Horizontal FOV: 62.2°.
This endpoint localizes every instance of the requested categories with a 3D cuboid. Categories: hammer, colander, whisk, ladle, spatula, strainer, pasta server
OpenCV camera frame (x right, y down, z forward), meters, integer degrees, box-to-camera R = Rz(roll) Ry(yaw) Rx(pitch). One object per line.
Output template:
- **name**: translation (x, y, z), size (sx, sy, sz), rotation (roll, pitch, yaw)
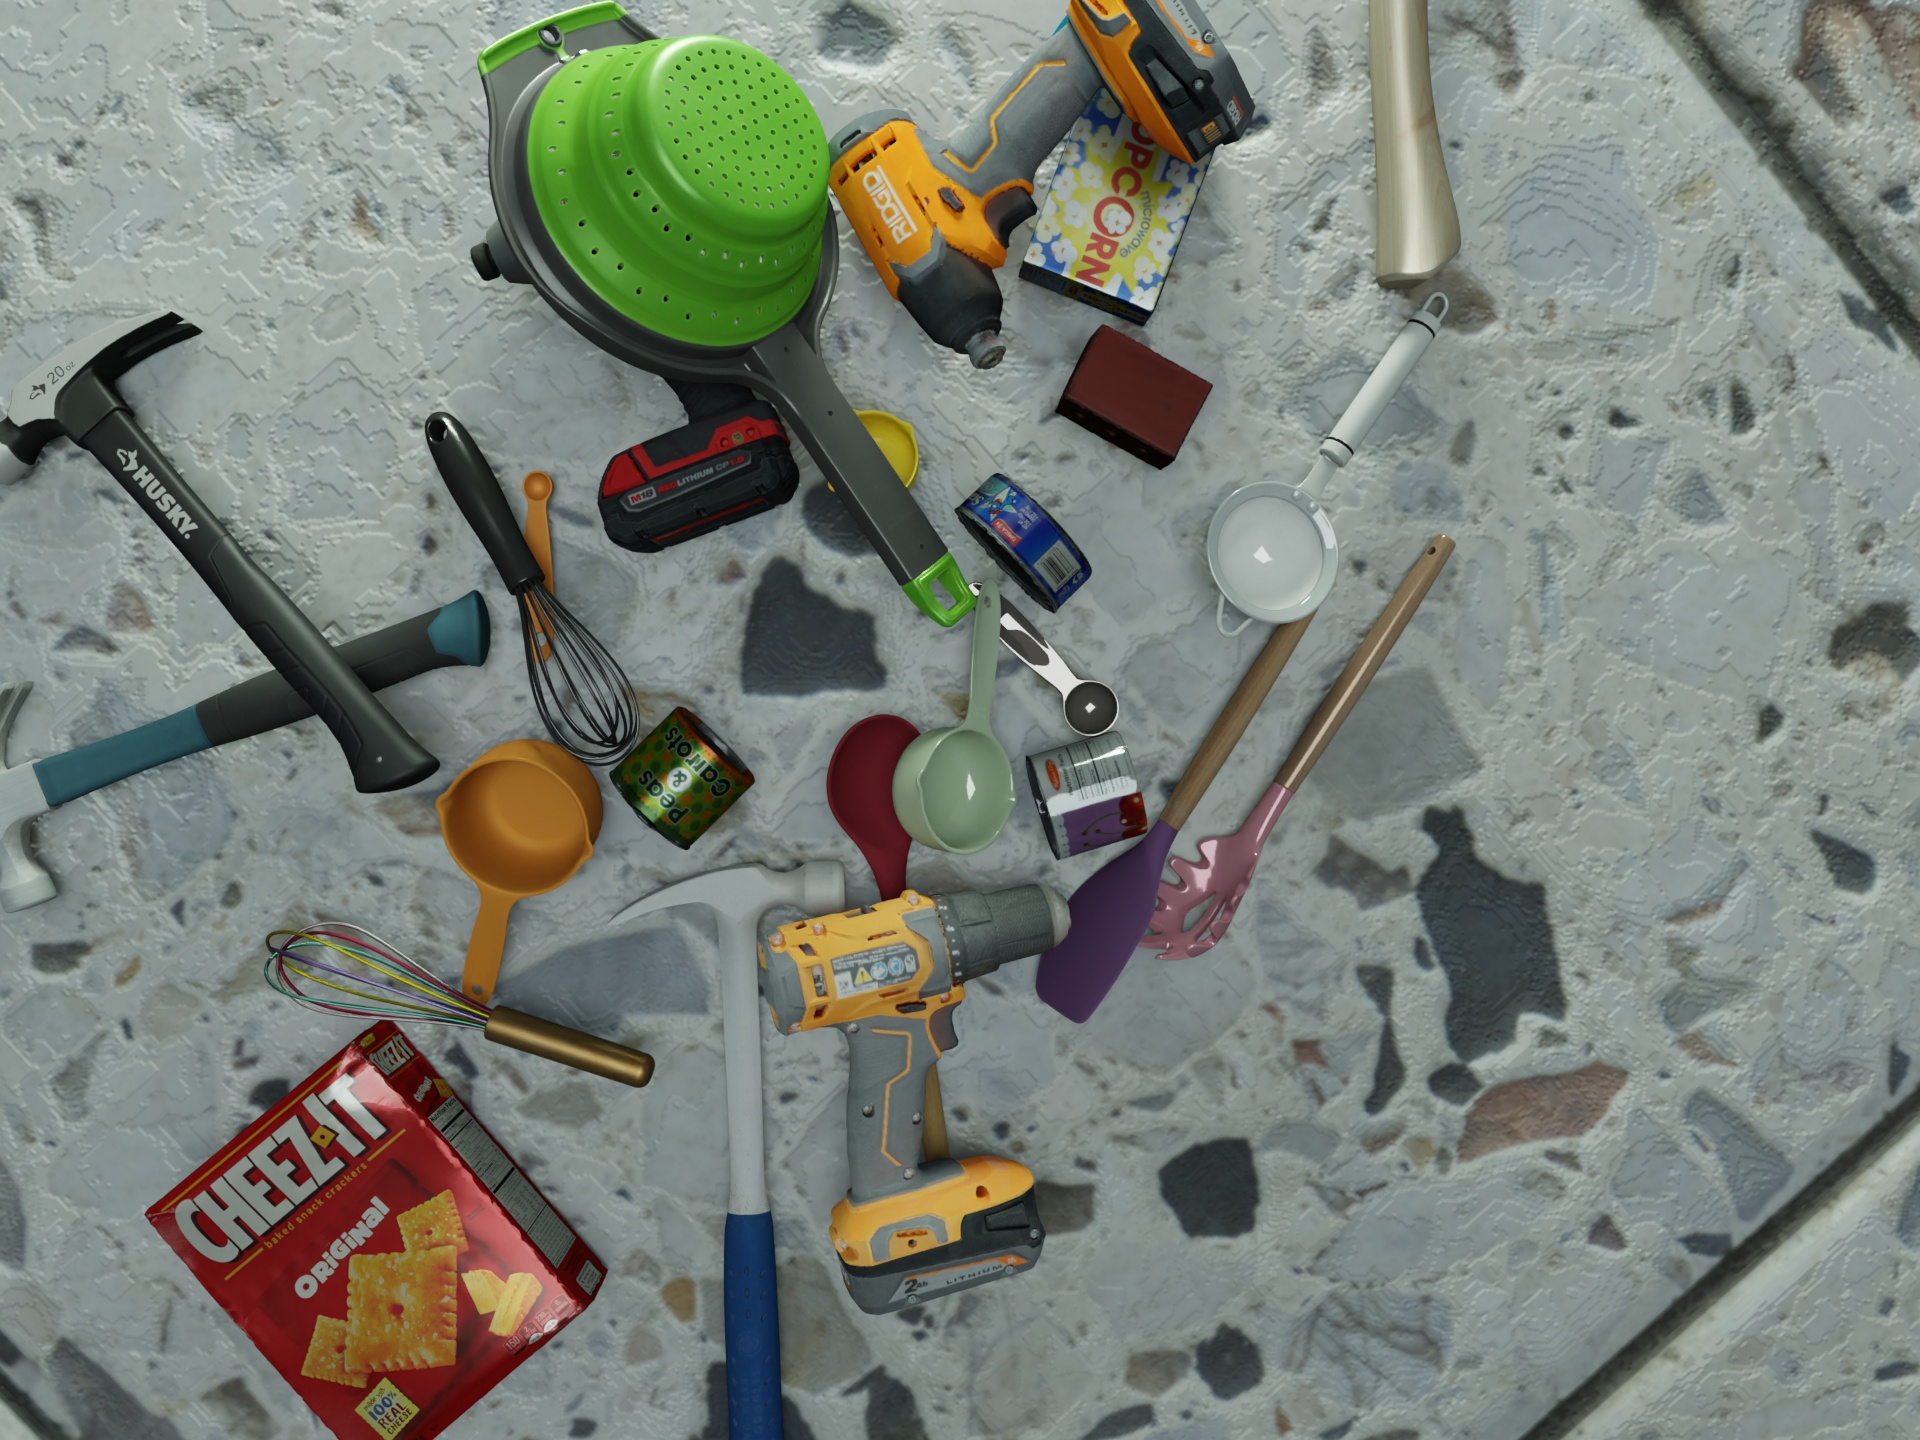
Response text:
- **hammer**: translation (-0.136, 0.290, 0.977), size (0.144, 0.035, 0.405), rotation (-2, 93, -3)
- **colander**: translation (-0.091, -0.227, 0.864), size (0.204, 0.094, 0.397), rotation (-43, 103, -36)
- **whisk**: translation (-0.299, 0.171, 0.942), size (0.245, 0.051, 0.047), rotation (17, 110, 3)
- **ladle**: translation (-0.032, 0.151, 0.978), size (0.069, 0.031, 0.315), rotation (-11, 96, -21)
- **spatula**: translation (0.140, 0.042, 0.978), size (0.060, 0.018, 0.316), rotation (31, 87, 39)
- **hammer**: translation (-0.418, -0.089, 0.920), size (0.146, 0.035, 0.335), rotation (-43, 83, -1)
- **whisk**: translation (-0.259, -0.080, 0.941), size (0.055, 0.055, 0.239), rotation (-29, 83, -1)
- **strainer**: translation (0.224, -0.155, 0.968), size (0.087, 0.050, 0.258), rotation (36, 85, -10)
- **hammer**: translation (-0.437, -0.001, 0.951), size (0.331, 0.033, 0.128), rotation (-21, 95, -1)
- **hammer**: translation (0.254, -0.470, 0.955), size (0.146, 0.038, 0.410), rotation (-2, 93, -1)
- **pasta server**: translation (0.210, 0.016, 0.976), size (0.040, 0.060, 0.316), rotation (35, 88, -44)

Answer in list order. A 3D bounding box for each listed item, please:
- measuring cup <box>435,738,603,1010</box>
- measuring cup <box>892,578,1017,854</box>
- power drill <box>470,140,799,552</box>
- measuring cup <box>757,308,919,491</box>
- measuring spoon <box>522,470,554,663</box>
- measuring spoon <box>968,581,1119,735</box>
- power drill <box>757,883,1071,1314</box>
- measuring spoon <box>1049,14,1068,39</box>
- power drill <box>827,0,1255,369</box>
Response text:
- **measuring cup**: translation (-0.270, 0.092, 0.959), size (0.095, 0.052, 0.173), rotation (18, 111, -2)
- **measuring cup**: translation (-0.002, -0.003, 0.961), size (0.083, 0.038, 0.168), rotation (14, 79, -42)
- **power drill**: translation (-0.190, -0.216, 0.930), size (0.143, 0.078, 0.219), rotation (-20, 91, 1)
- **measuring cup**: translation (-0.083, -0.194, 0.965), size (0.062, 0.029, 0.156), rotation (-38, 82, 0)
- **measuring spoon**: translation (-0.255, -0.093, 0.967), size (0.021, 0.011, 0.117), rotation (2, 96, 12)
- **measuring spoon**: translation (0.049, -0.039, 0.981), size (0.034, 0.018, 0.124), rotation (-44, 87, 0)
- **power drill**: translation (-0.009, 0.211, 0.939), size (0.185, 0.084, 0.226), rotation (-12, 94, -13)
- **measuring spoon**: translation (0.046, -0.379, 0.956), size (0.042, 0.021, 0.128), rotation (31, 92, -4)
- **power drill**: translation (0.047, -0.313, 0.895), size (0.226, 0.084, 0.164), rotation (-32, 77, 17)
